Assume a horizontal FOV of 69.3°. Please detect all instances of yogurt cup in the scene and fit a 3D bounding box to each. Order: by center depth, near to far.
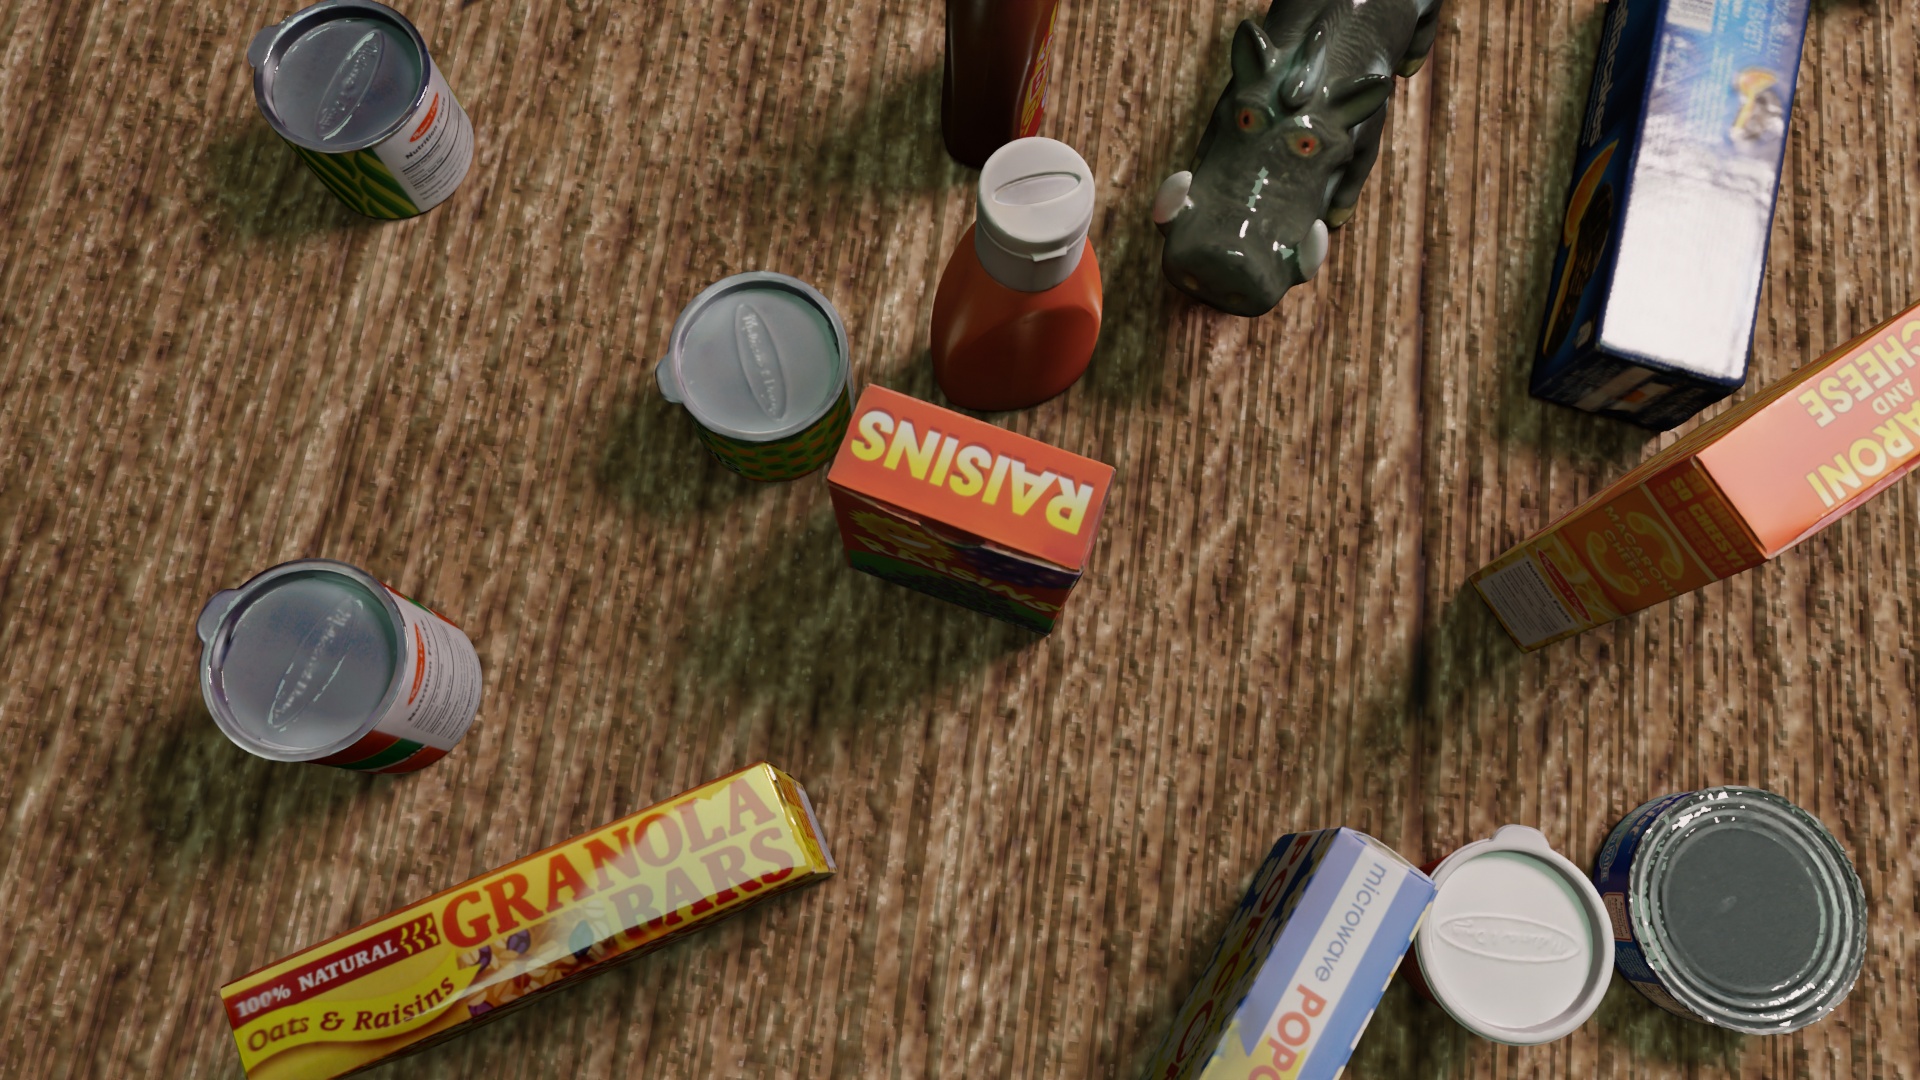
[{"bbox_3d":[0.186,0.140,0.492,0.072,0.054,0.072,0,76,-2],"label":"yogurt cup"}]

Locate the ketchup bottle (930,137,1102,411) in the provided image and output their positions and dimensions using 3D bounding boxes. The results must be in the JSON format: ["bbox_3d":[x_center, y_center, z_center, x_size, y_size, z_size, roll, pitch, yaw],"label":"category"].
[{"bbox_3d":[0.022,-0.090,0.496,0.065,0.148,0.043,-13,77,-5],"label":"ketchup bottle"}]

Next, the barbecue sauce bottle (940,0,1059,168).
[{"bbox_3d":[0.016,-0.202,0.524,0.044,0.148,0.065,12,77,1],"label":"barbecue sauce bottle"}]

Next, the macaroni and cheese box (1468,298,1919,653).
[{"bbox_3d":[0.265,-0.020,0.477,0.124,0.166,0.040,-32,80,-9],"label":"macaroni and cheese box"}]

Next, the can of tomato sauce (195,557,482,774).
[{"bbox_3d":[-0.215,0.047,0.488,0.071,0.083,0.071,0,76,-2],"label":"can of tomato sauce"}]

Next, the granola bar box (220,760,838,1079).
[{"bbox_3d":[-0.126,0.123,0.451,0.166,0.124,0.039,-22,78,-7],"label":"granola bar box"}]

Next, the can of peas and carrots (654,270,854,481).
[{"bbox_3d":[-0.076,-0.060,0.531,0.071,0.058,0.071,0,76,-2],"label":"can of peas and carrots"}]

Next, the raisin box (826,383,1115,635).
[{"bbox_3d":[0.002,-0.006,0.487,0.086,0.123,0.040,20,77,3],"label":"raisin box"}]

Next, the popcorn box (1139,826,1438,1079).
[{"bbox_3d":[0.104,0.160,0.469,0.038,0.085,0.127,32,77,6],"label":"popcorn box"}]

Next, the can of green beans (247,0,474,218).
[{"bbox_3d":[-0.235,-0.171,0.554,0.071,0.057,0.071,0,76,-2],"label":"can of green beans"}]
